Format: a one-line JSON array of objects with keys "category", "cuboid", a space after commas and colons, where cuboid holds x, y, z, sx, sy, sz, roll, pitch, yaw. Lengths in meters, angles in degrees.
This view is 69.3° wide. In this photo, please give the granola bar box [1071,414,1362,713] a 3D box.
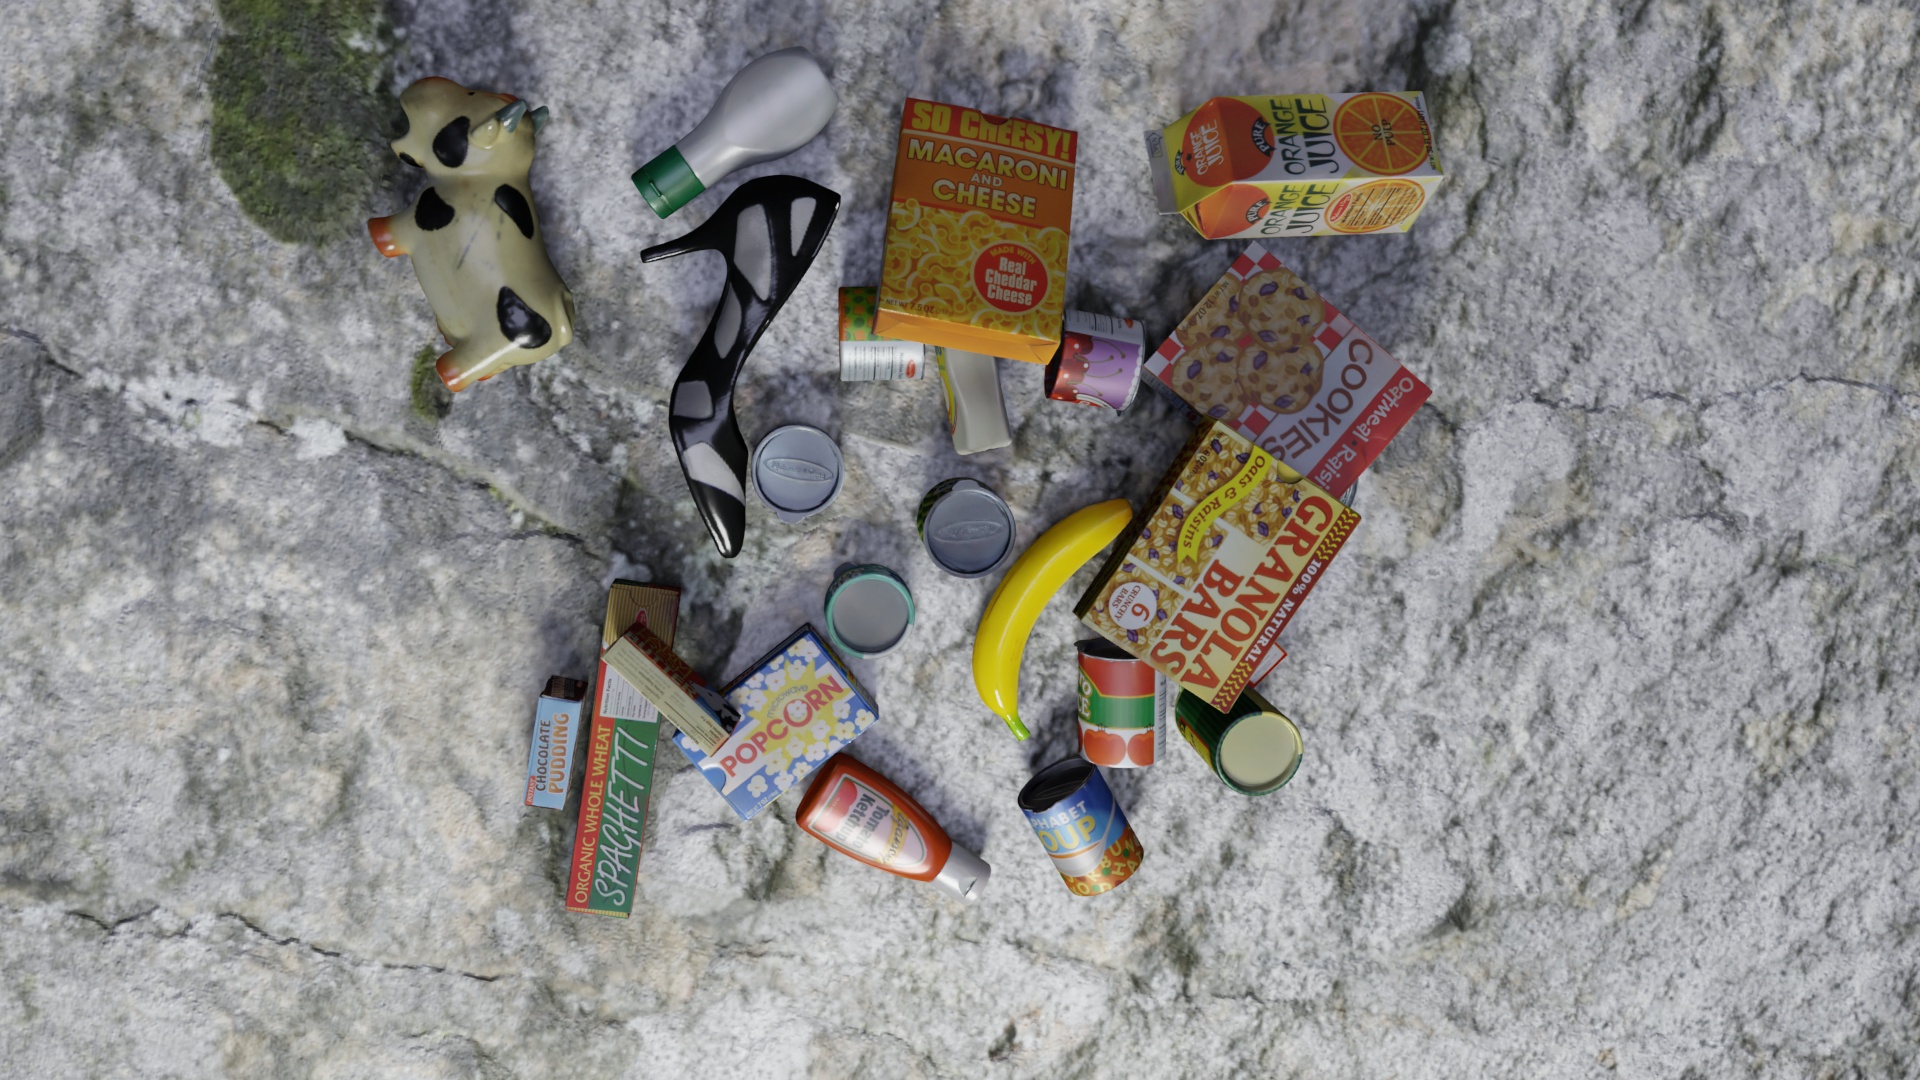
[{"category": "granola bar box", "cuboid": [0.174, 0.016, 0.947, 0.124, 0.039, 0.165, 32, 95, -9]}]

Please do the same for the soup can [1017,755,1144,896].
[{"category": "soup can", "cuboid": [0.090, 0.216, 1.044, 0.071, 0.071, 0.083, -30, 102, -1]}]

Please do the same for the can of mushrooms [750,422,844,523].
[{"category": "can of mushrooms", "cuboid": [-0.117, -0.049, 0.993, 0.071, 0.033, 0.071, -1, 100, -8]}]

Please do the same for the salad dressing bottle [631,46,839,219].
[{"category": "salad dressing bottle", "cuboid": [-0.154, -0.276, 0.946, 0.147, 0.044, 0.064, -35, 104, 1]}]

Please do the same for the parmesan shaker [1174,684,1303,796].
[{"category": "parmesan shaker", "cuboid": [0.202, 0.140, 1.028, 0.071, 0.103, 0.071, -1, 100, -6]}]

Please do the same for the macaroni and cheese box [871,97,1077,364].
[{"category": "macaroni and cheese box", "cuboid": [0.012, -0.211, 0.942, 0.124, 0.040, 0.167, 9, 71, -9]}]

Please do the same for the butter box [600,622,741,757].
[{"category": "butter box", "cuboid": [-0.199, 0.102, 0.962, 0.103, 0.053, 0.024, 43, 94, -5]}]

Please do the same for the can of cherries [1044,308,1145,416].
[{"category": "can of cherries", "cuboid": [0.094, -0.126, 0.990, 0.058, 0.071, 0.071, 8, 99, -8]}]

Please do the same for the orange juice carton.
[{"category": "orange juice carton", "cuboid": [0.226, -0.260, 0.968, 0.193, 0.072, 0.072, -4, 70, -7]}]

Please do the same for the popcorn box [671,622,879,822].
[{"category": "popcorn box", "cuboid": [-0.134, 0.132, 1.019, 0.127, 0.038, 0.085, -38, 103, 0]}]

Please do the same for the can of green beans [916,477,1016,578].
[{"category": "can of green beans", "cuboid": [0.003, -0.010, 1.002, 0.071, 0.058, 0.071, -1, 100, -7]}]

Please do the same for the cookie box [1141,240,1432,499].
[{"category": "cookie box", "cuboid": [0.231, -0.113, 0.996, 0.167, 0.040, 0.123, 41, 86, 3]}]

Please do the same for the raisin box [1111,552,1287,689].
[{"category": "raisin box", "cuboid": [0.173, 0.045, 1.018, 0.123, 0.086, 0.040, 43, 94, -12]}]

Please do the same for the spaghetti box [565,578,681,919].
[{"category": "spaghetti box", "cuboid": [-0.247, 0.152, 1.013, 0.050, 0.029, 0.249, 9, 98, -8]}]

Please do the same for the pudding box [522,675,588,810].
[{"category": "pudding box", "cuboid": [-0.290, 0.145, 0.996, 0.030, 0.050, 0.083, 10, 98, -10]}]

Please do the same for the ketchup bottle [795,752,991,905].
[{"category": "ketchup bottle", "cuboid": [-0.047, 0.222, 1.042, 0.149, 0.043, 0.064, 34, 94, -12]}]

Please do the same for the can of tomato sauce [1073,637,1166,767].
[{"category": "can of tomato sauce", "cuboid": [0.118, 0.119, 1.034, 0.071, 0.071, 0.083, -2, 101, -7]}]

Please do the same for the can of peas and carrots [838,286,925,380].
[{"category": "can of peas and carrots", "cuboid": [-0.056, -0.146, 0.969, 0.059, 0.071, 0.070, -2, 100, -6]}]

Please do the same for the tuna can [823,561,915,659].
[{"category": "tuna can", "cuboid": [-0.068, 0.050, 1.016, 0.071, 0.033, 0.071, -1, 100, -7]}]

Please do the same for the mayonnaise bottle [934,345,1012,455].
[{"category": "mayonnaise bottle", "cuboid": [0.002, -0.135, 0.980, 0.041, 0.065, 0.148, -13, 92, -7]}]
